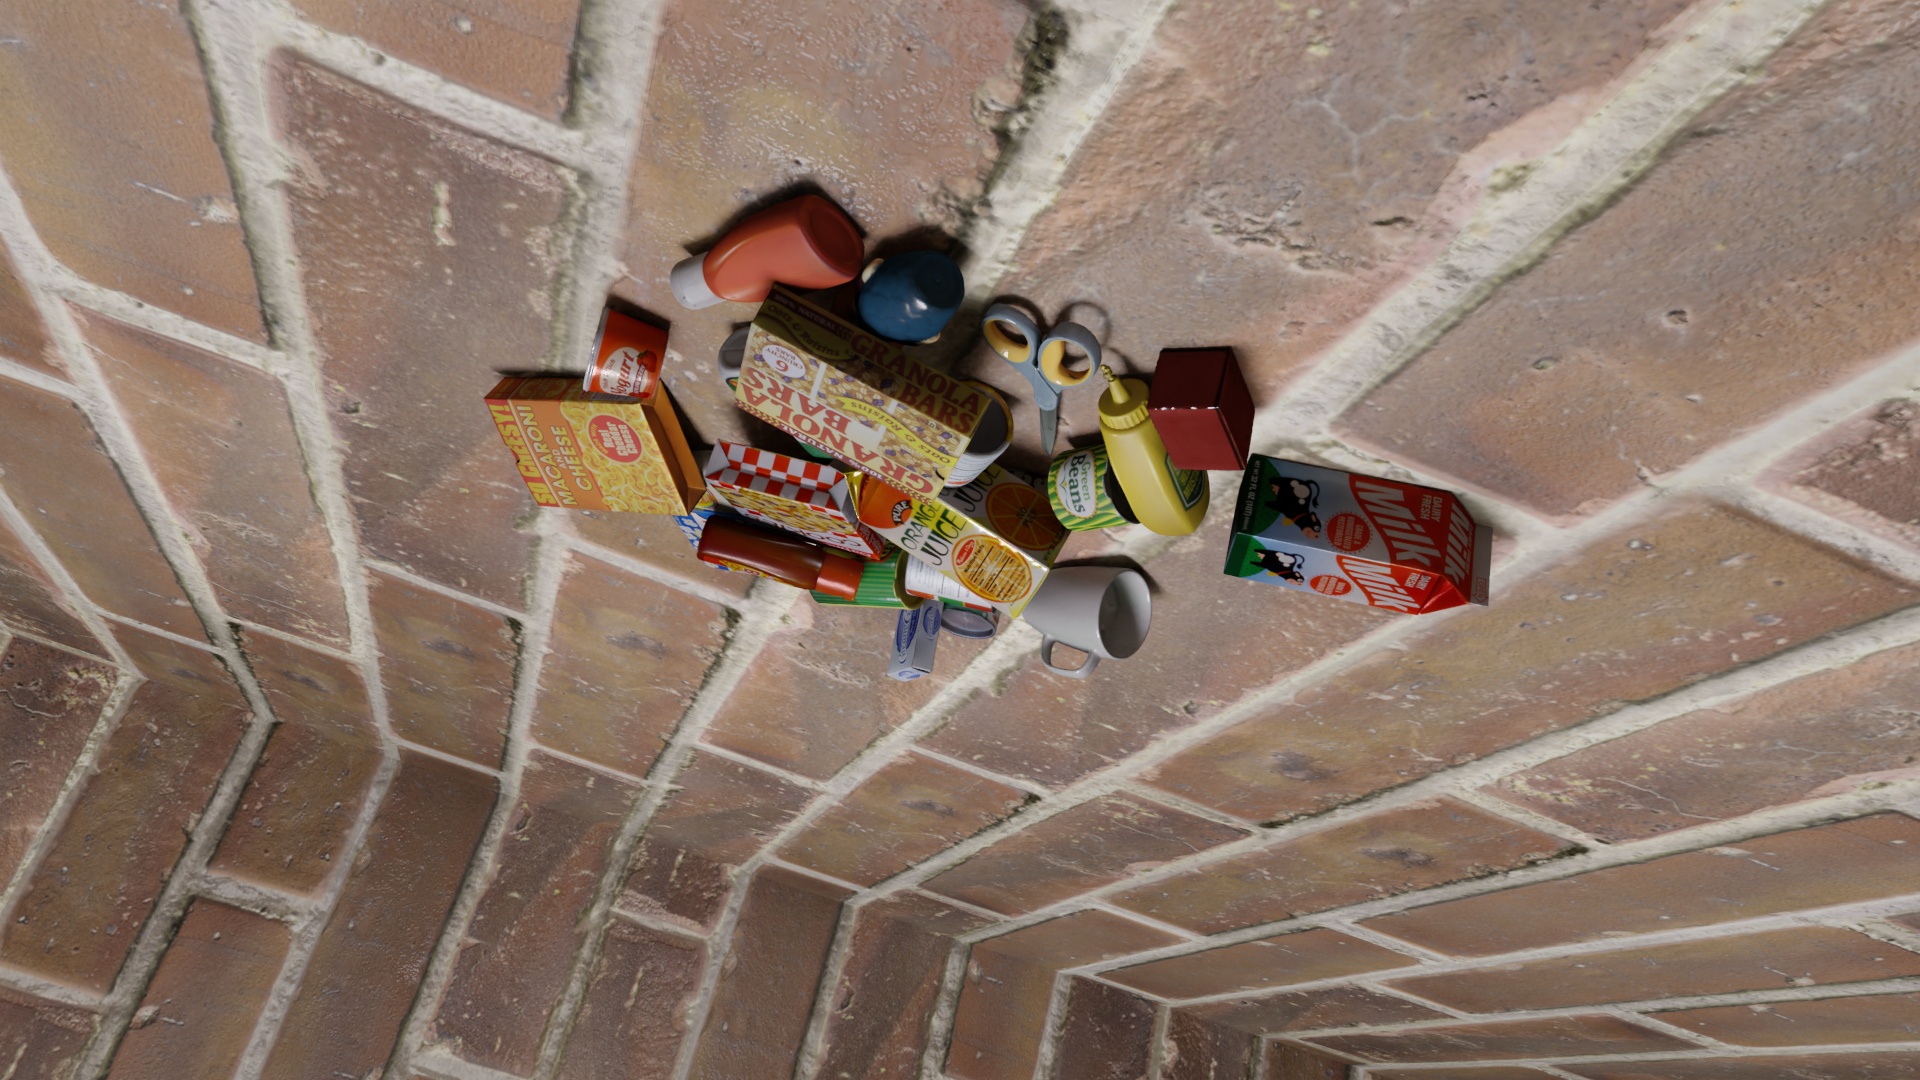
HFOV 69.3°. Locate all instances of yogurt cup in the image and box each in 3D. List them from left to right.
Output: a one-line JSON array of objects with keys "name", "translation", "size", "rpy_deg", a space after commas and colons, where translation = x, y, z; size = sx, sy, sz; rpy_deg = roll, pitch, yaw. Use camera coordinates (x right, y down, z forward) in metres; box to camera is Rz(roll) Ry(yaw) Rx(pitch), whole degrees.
[{"name": "yogurt cup", "translation": [-0.261, -0.143, 1.085], "size": [0.054, 0.072, 0.072], "rpy_deg": [14, 155, -15]}]

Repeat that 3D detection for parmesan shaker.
[{"name": "parmesan shaker", "translation": [-0.089, 0.032, 1.330], "size": [0.103, 0.071, 0.071], "rpy_deg": [1, 150, 28]}]

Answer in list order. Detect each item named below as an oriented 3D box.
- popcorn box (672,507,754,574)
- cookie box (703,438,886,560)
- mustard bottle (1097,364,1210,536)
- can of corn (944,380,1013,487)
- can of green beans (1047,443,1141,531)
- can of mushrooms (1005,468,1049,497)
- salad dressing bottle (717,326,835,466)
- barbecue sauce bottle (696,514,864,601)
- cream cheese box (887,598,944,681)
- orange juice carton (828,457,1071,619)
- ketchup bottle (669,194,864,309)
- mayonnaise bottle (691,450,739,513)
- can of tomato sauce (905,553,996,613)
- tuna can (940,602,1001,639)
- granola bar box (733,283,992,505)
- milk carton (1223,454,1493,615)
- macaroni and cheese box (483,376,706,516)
[{"name": "popcorn box", "translation": [-0.223, -0.011, 1.353], "size": [0.085, 0.038, 0.126], "rpy_deg": [9, 154, 15]}, {"name": "cookie box", "translation": [-0.138, -0.034, 1.217], "size": [0.123, 0.040, 0.167], "rpy_deg": [14, 168, 11]}, {"name": "mustard bottle", "translation": [0.136, -0.070, 1.013], "size": [0.049, 0.065, 0.159], "rpy_deg": [0, 143, 34]}, {"name": "can of corn", "translation": [-0.001, -0.084, 1.060], "size": [0.071, 0.071, 0.058], "rpy_deg": [23, 152, -15]}, {"name": "can of green beans", "translation": [0.109, -0.042, 1.077], "size": [0.057, 0.071, 0.071], "rpy_deg": [-8, 145, 40]}, {"name": "can of mushrooms", "translation": [0.051, -0.030, 1.172], "size": [0.071, 0.033, 0.070], "rpy_deg": [12, 154, 6]}, {"name": "salad dressing bottle", "translation": [-0.134, -0.110, 1.101], "size": [0.064, 0.044, 0.147], "rpy_deg": [0, 153, 28]}, {"name": "barbecue sauce bottle", "translation": [-0.163, 0.017, 1.270], "size": [0.148, 0.043, 0.065], "rpy_deg": [17, 178, -5]}, {"name": "cream cheese box", "translation": [-0.042, 0.084, 1.369], "size": [0.024, 0.104, 0.053], "rpy_deg": [21, 156, -25]}, {"name": "orange juice carton", "translation": [-0.011, -0.028, 1.116], "size": [0.193, 0.072, 0.072], "rpy_deg": [32, 135, 1]}, {"name": "ketchup bottle", "translation": [-0.138, -0.190, 0.946], "size": [0.148, 0.044, 0.064], "rpy_deg": [-8, 145, 39]}, {"name": "mayonnaise bottle", "translation": [-0.269, -0.058, 1.280], "size": [0.148, 0.041, 0.064], "rpy_deg": [6, 145, 19]}, {"name": "can of tomato sauce", "translation": [-0.002, 0.026, 1.276], "size": [0.083, 0.071, 0.071], "rpy_deg": [12, 154, 9]}, {"name": "tuna can", "translation": [0.005, 0.070, 1.395], "size": [0.071, 0.033, 0.070], "rpy_deg": [12, 154, 6]}, {"name": "granola bar box", "translation": [-0.073, -0.097, 0.973], "size": [0.165, 0.039, 0.123], "rpy_deg": [28, 155, -3]}, {"name": "milk carton", "translation": [0.302, 0.000, 1.047], "size": [0.191, 0.072, 0.073], "rpy_deg": [11, 153, 8]}, {"name": "macaroni and cheese box", "translation": [-0.321, -0.083, 1.221], "size": [0.166, 0.040, 0.123], "rpy_deg": [3, 131, 23]}]
